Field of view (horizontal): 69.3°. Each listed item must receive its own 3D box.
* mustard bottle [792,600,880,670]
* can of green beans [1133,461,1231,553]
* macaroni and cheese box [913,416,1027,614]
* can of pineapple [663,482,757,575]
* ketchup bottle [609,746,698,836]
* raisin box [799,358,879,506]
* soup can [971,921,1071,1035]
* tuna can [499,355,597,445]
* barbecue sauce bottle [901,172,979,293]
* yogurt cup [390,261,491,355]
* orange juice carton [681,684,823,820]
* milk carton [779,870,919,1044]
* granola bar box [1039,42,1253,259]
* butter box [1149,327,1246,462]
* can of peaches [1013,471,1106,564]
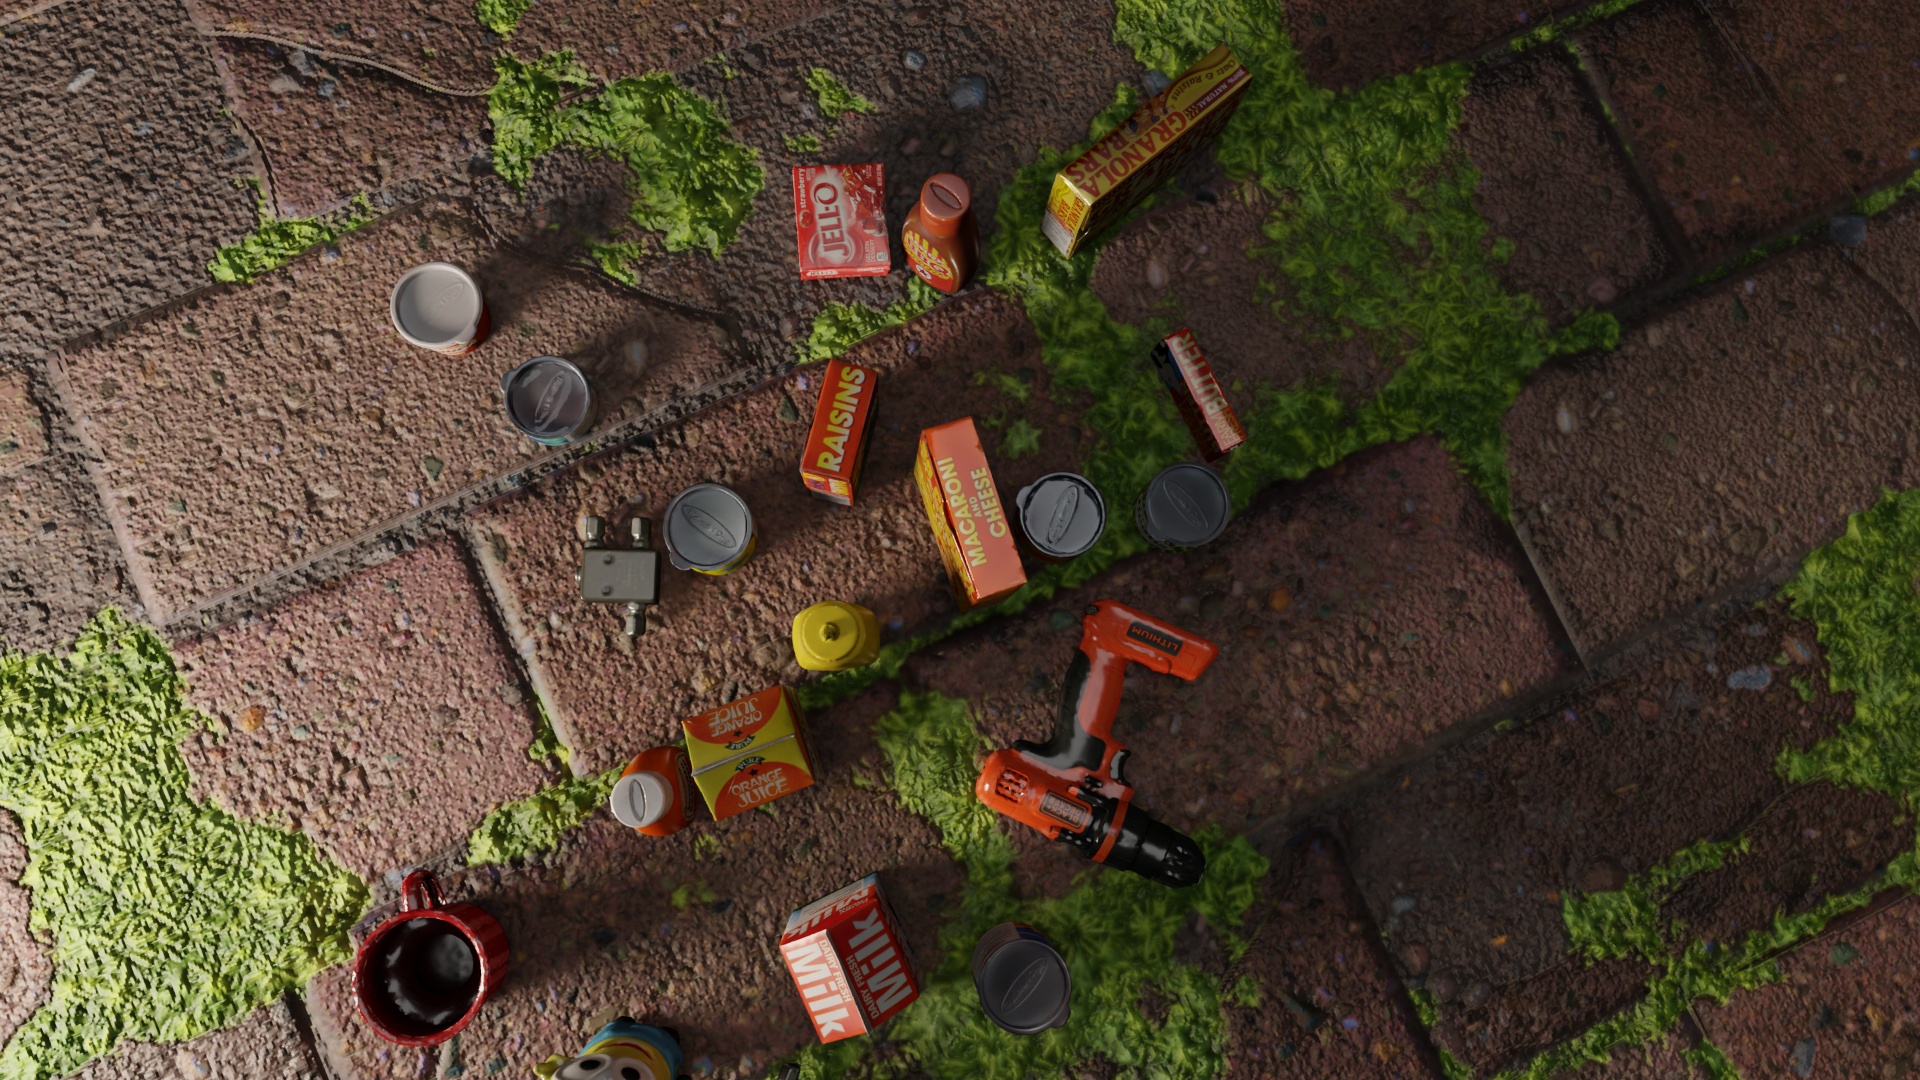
[{"bbox_3d":[-0.091,0.068,1.005,0.065,0.160,0.049,-6,84,-4],"label":"mustard bottle"},{"bbox_3d":[0.172,-0.025,1.085,0.071,0.057,0.071,0,83,-3],"label":"can of green beans"},{"bbox_3d":[0.004,-0.013,1.018,0.040,0.166,0.124,-18,84,-5],"label":"macaroni and cheese box"},{"bbox_3d":[-0.191,-0.007,1.061,0.071,0.058,0.071,0,83,-3],"label":"can of pineapple"},{"bbox_3d":[-0.218,0.180,0.988,0.043,0.148,0.065,-10,84,-4],"label":"ketchup bottle"},{"bbox_3d":[-0.089,-0.079,1.043,0.040,0.123,0.086,15,82,-1],"label":"raisin box"},{"bbox_3d":[0.045,0.321,1.019,0.071,0.083,0.071,0,83,-3],"label":"soup can"},{"bbox_3d":[-0.320,-0.109,1.079,0.071,0.033,0.071,0,83,-3],"label":"tuna can"},{"bbox_3d":[-0.014,-0.236,1.056,0.065,0.148,0.044,40,83,2],"label":"barbecue sauce bottle"},{"bbox_3d":[-0.397,-0.175,1.072,0.072,0.054,0.072,0,83,-3],"label":"yogurt cup"},{"bbox_3d":[-0.143,0.147,0.975,0.072,0.192,0.073,-20,85,-5],"label":"orange juice carton"},{"bbox_3d":[-0.076,0.288,0.962,0.073,0.190,0.072,-24,85,-6],"label":"milk carton"},{"bbox_3d":[0.142,-0.300,1.086,0.166,0.124,0.039,-40,87,-7],"label":"granola bar box"},{"bbox_3d":[0.188,-0.114,1.100,0.024,0.053,0.103,-26,85,-6],"label":"butter box"},{"bbox_3d":[0.074,-0.018,1.078,0.071,0.058,0.071,0,83,-3],"label":"can of peaches"}]
